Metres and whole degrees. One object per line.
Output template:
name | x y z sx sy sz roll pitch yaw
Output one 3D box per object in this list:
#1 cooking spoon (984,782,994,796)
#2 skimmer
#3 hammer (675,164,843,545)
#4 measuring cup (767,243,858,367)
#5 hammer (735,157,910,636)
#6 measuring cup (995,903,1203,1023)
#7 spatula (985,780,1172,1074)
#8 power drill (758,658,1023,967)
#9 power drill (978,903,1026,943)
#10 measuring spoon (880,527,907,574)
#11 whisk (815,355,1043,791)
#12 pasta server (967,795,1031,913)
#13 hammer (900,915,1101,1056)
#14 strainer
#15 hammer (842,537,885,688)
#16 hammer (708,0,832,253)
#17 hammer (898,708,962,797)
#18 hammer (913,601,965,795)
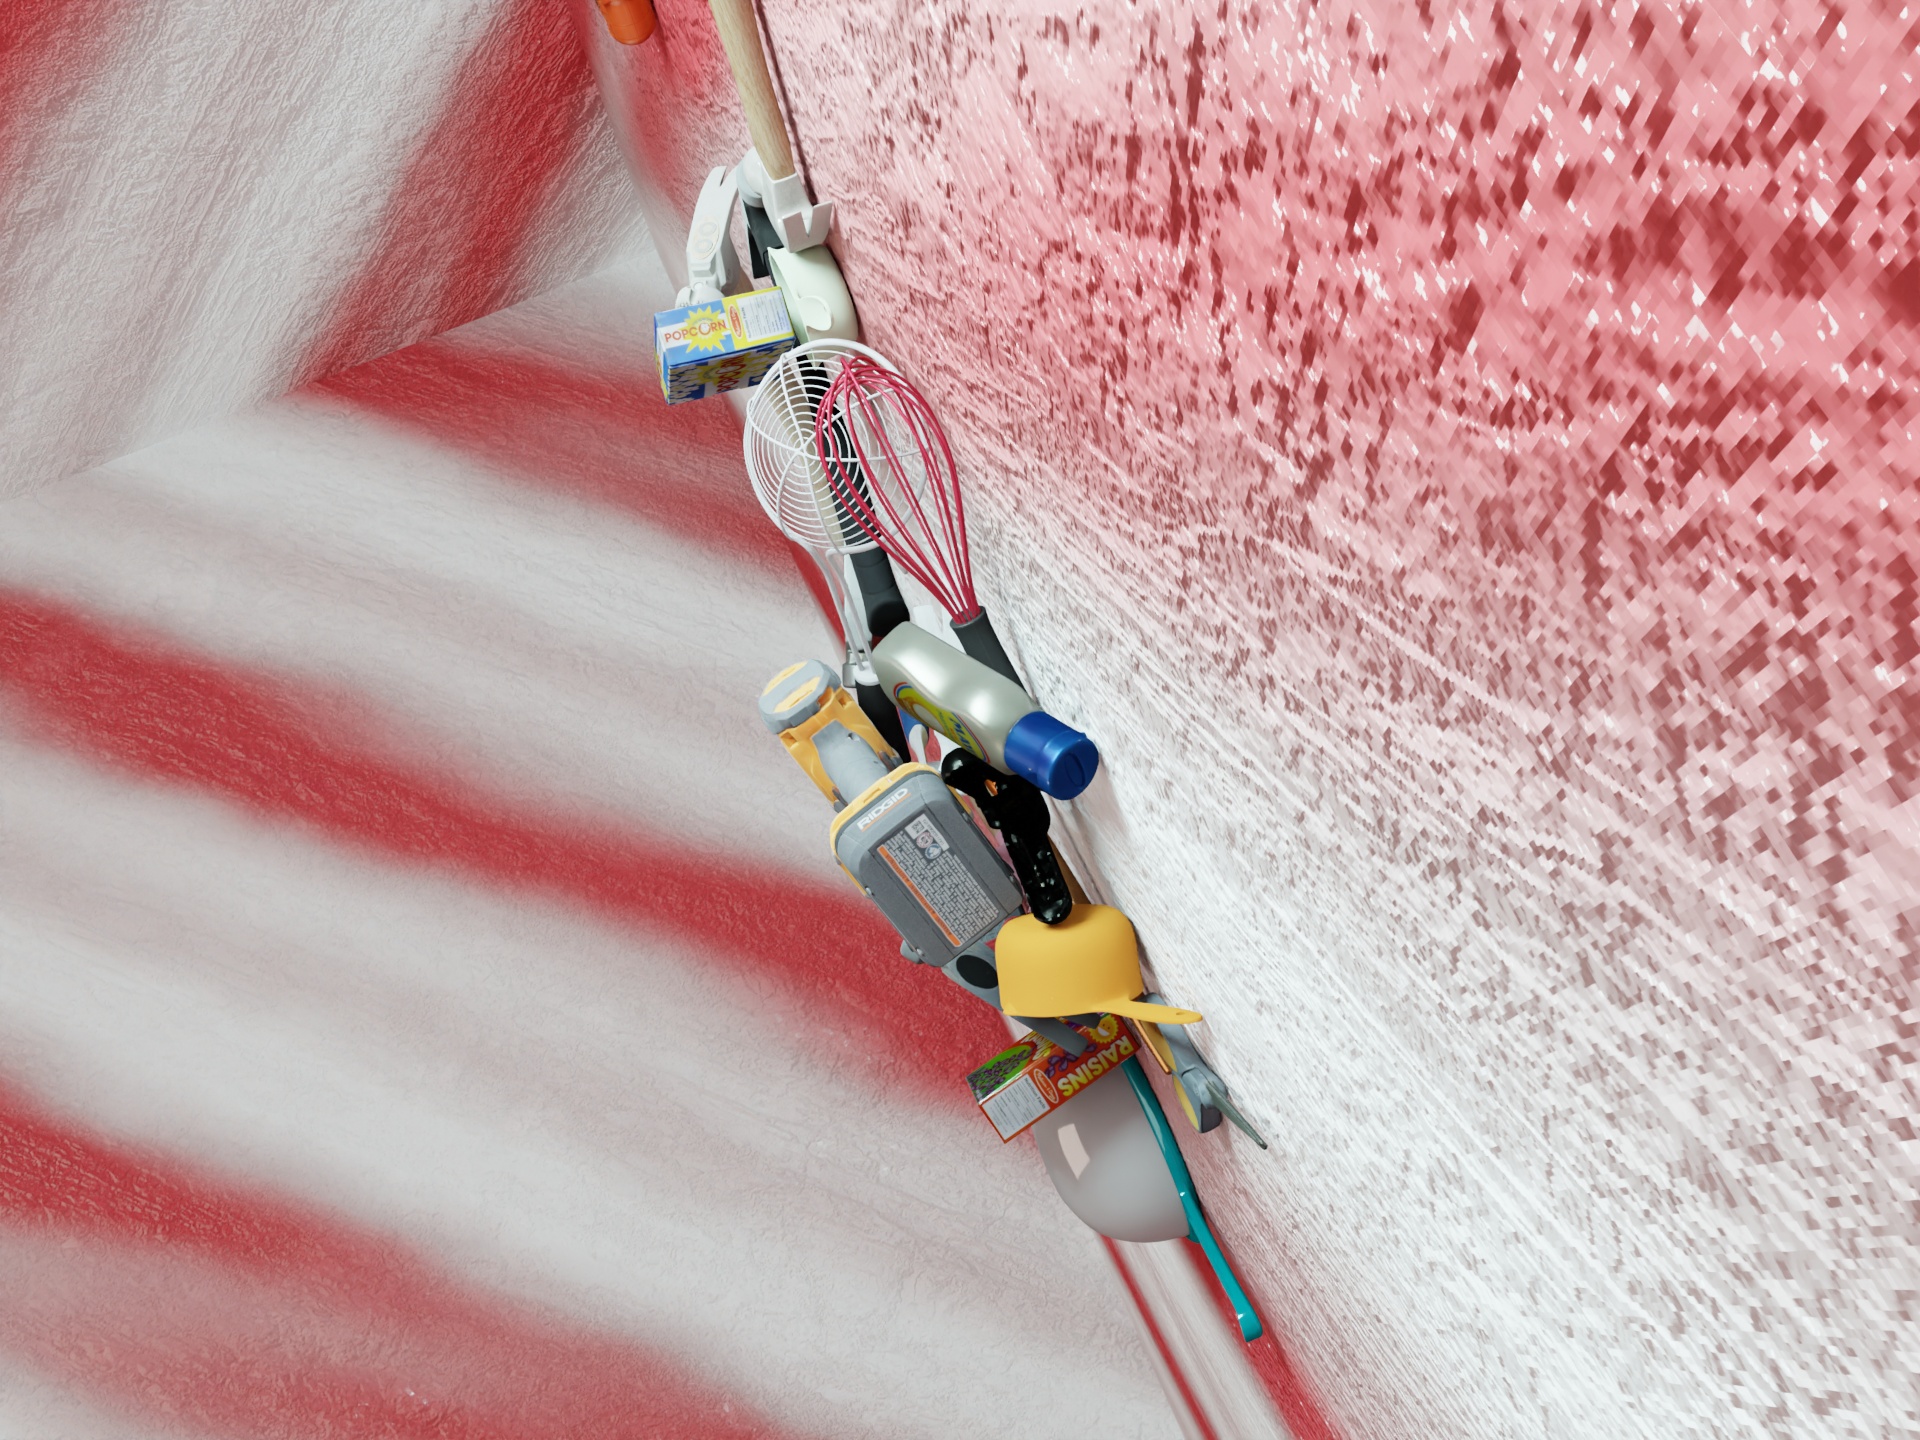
cooking spoon | 0.066 0.119 1.213 0.068 0.017 0.319 58 180 -33
skimmer | -0.059 -0.089 1.066 0.127 0.090 0.362 18 150 21
hammer | -0.147 -0.284 1.365 0.410 0.038 0.146 65 -151 -62
measuring cup | -0.082 -0.262 0.995 0.168 0.038 0.083 -133 21 -69
hammer | -0.098 -0.222 1.143 0.146 0.035 0.335 130 123 -84
measuring cup | 0.084 0.141 0.926 0.174 0.095 0.052 -4 96 62
spatula | 0.069 0.090 1.066 0.323 0.041 0.081 60 170 25
power drill | -0.041 0.070 1.050 0.185 0.084 0.226 55 176 -32
power drill | 0.031 0.214 1.629 0.226 0.084 0.164 86 161 -86
measuring spoon | -0.073 -0.178 1.375 0.124 0.018 0.034 58 172 17
whisk | -0.004 -0.076 0.921 0.295 0.073 0.073 63 177 -25
pasta server | 0.028 0.099 1.391 0.060 0.040 0.316 32 -173 -16
hammer | 0.053 0.192 1.254 0.143 0.038 0.386 30 180 10
strainer | 0.127 0.364 1.231 0.341 0.095 0.210 -121 10 -62
hammer | -0.093 -0.100 1.620 0.359 0.036 0.149 94 177 -89
hammer | -0.130 -0.405 0.884 0.331 0.031 0.130 75 171 -52
hammer | -0.036 0.026 1.371 0.406 0.035 0.144 -105 15 -65
hammer | -0.021 -0.034 1.228 0.331 0.033 0.128 -124 28 -80
